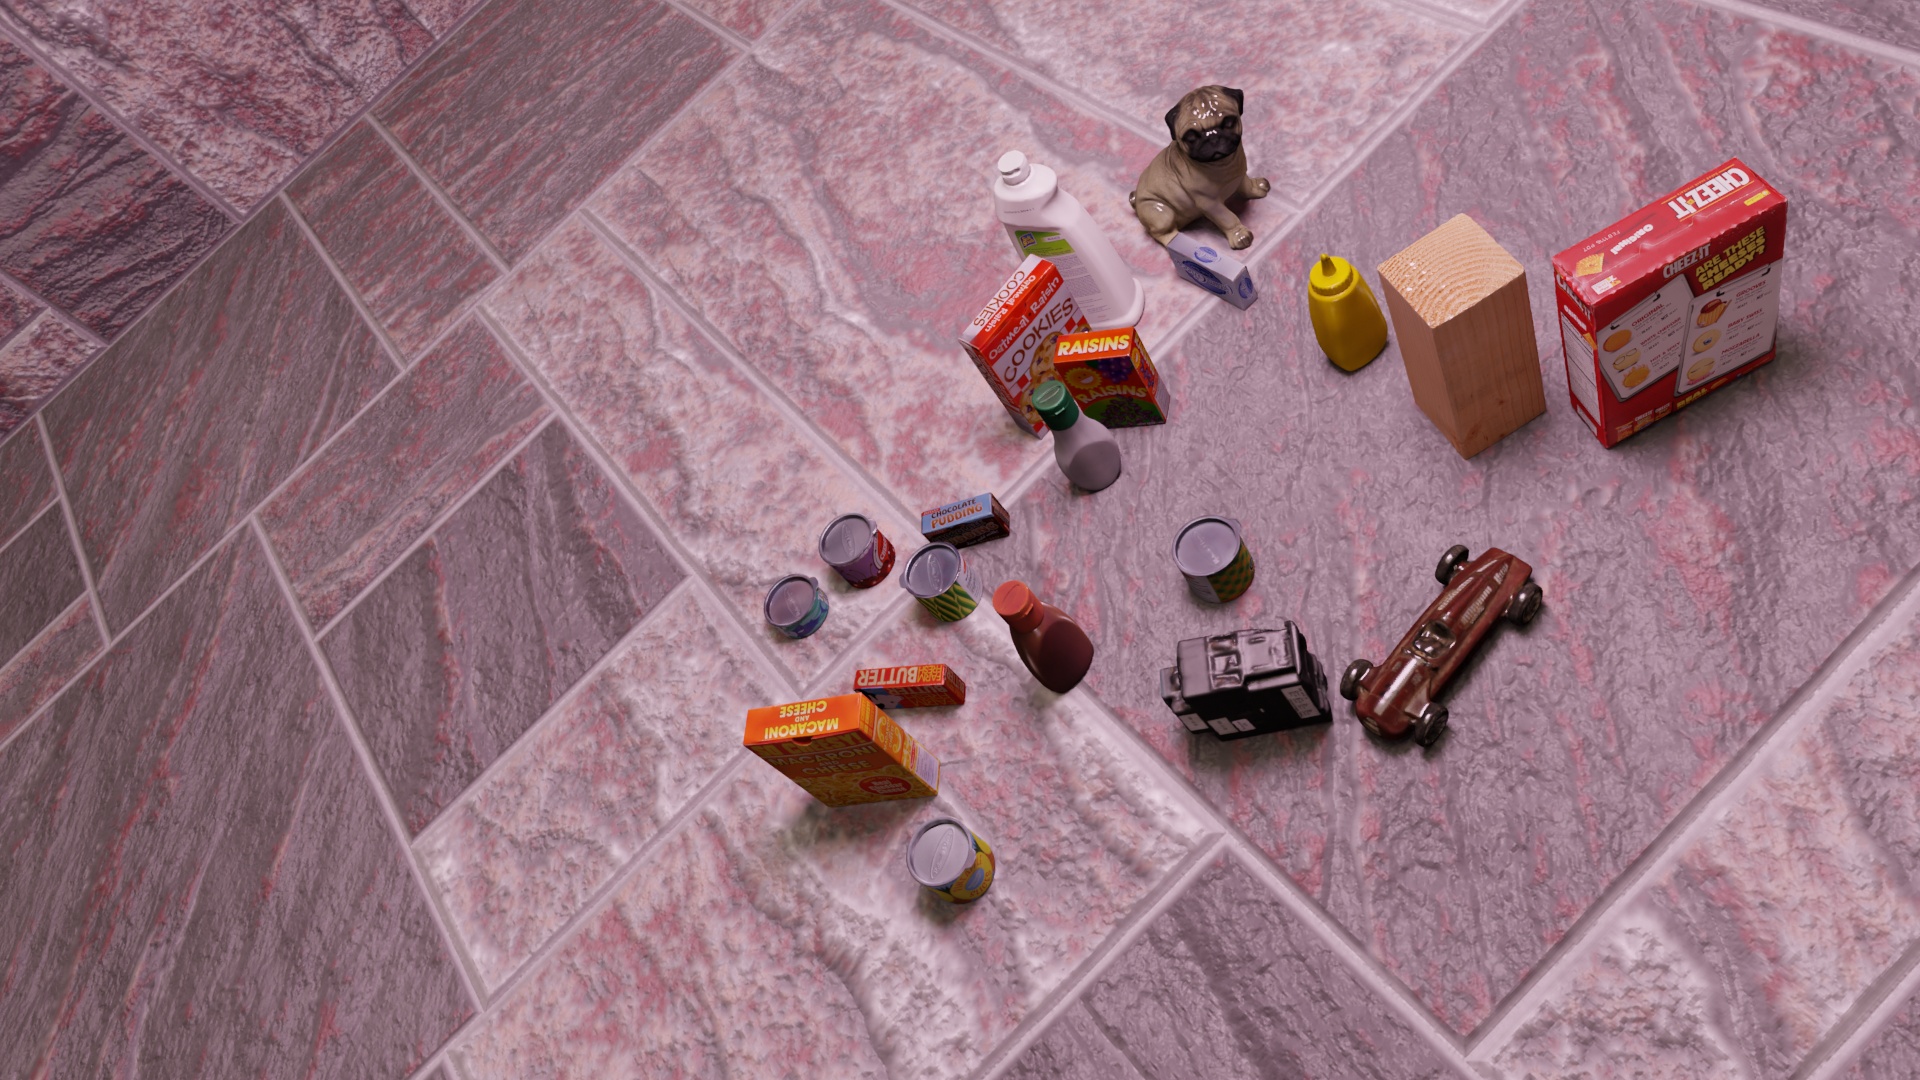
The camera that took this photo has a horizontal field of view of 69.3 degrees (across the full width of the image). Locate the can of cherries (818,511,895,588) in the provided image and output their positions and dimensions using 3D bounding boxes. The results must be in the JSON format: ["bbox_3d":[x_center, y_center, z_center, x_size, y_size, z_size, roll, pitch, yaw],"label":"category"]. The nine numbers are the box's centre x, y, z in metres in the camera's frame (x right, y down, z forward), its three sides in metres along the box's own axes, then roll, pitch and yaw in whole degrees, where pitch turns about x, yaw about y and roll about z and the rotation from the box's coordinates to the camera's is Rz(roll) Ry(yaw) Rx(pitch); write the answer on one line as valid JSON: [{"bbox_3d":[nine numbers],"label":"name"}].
[{"bbox_3d":[-0.110,0.011,1.514,0.071,0.058,0.072,-14,55,20],"label":"can of cherries"}]

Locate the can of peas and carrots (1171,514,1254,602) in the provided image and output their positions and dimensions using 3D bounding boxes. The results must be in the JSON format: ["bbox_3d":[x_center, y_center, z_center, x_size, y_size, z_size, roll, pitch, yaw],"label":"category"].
[{"bbox_3d":[0.243,0.016,1.321,0.071,0.058,0.071,-14,55,20],"label":"can of peas and carrots"}]

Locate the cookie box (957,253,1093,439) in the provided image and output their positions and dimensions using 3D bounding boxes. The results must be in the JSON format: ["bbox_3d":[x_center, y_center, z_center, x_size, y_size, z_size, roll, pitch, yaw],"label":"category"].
[{"bbox_3d":[0.081,-0.204,1.480,0.040,0.167,0.123,32,79,39],"label":"cookie box"}]

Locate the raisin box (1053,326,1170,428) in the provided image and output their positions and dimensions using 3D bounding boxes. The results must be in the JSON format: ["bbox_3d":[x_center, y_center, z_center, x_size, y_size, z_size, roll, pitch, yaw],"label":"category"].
[{"bbox_3d":[0.158,-0.167,1.443,0.086,0.123,0.040,-2,60,27],"label":"raisin box"}]

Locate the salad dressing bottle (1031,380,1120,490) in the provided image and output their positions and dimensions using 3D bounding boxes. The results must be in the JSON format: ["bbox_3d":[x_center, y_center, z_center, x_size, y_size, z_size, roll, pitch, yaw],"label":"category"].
[{"bbox_3d":[0.117,-0.107,1.410,0.064,0.147,0.044,-34,50,5],"label":"salad dressing bottle"}]

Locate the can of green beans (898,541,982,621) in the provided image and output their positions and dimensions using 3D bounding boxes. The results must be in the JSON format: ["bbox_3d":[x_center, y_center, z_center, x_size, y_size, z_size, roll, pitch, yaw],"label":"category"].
[{"bbox_3d":[-0.018,0.043,1.444,0.071,0.057,0.071,-14,55,20],"label":"can of green beans"}]

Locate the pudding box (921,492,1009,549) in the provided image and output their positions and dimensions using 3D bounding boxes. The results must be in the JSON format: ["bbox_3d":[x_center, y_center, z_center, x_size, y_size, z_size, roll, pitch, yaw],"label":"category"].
[{"bbox_3d":[0.005,-0.019,1.477,0.083,0.049,0.030,-15,54,19],"label":"pudding box"}]

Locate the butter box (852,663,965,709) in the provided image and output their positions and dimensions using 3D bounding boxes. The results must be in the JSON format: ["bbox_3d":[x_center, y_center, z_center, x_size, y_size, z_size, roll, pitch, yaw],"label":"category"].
[{"bbox_3d":[-0.051,0.147,1.397,0.103,0.053,0.024,-7,58,25],"label":"butter box"}]

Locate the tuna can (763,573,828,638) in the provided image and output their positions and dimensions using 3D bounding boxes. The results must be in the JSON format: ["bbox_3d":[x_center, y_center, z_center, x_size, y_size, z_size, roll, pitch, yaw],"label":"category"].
[{"bbox_3d":[-0.178,0.071,1.528,0.071,0.032,0.071,-14,55,20],"label":"tuna can"}]

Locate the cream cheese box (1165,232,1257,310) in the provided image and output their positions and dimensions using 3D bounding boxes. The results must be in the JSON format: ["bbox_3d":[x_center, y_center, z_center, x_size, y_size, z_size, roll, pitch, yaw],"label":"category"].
[{"bbox_3d":[0.273,-0.293,1.508,0.024,0.053,0.104,-46,50,-5],"label":"cream cheese box"}]

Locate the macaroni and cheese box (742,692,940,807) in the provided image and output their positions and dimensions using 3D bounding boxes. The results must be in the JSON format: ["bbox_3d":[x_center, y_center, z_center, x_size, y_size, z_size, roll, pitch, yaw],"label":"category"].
[{"bbox_3d":[-0.110,0.203,1.320,0.123,0.166,0.040,-11,56,22],"label":"macaroni and cheese box"}]

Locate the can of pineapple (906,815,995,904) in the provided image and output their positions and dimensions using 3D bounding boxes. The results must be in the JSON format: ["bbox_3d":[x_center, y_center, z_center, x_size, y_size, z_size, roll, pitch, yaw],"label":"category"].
[{"bbox_3d":[-0.007,0.295,1.276,0.071,0.057,0.071,-14,55,20],"label":"can of pineapple"}]

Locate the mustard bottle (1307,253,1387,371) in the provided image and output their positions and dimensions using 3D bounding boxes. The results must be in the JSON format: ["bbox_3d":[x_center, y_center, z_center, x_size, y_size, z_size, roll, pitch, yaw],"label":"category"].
[{"bbox_3d":[0.370,-0.231,1.347,0.065,0.159,0.049,-39,50,1],"label":"mustard bottle"}]

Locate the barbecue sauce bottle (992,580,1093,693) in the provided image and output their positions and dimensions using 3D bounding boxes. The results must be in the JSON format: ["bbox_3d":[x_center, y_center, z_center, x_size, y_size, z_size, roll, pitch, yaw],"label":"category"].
[{"bbox_3d":[0.076,0.087,1.307,0.044,0.148,0.065,27,75,38],"label":"barbecue sauce bottle"}]
